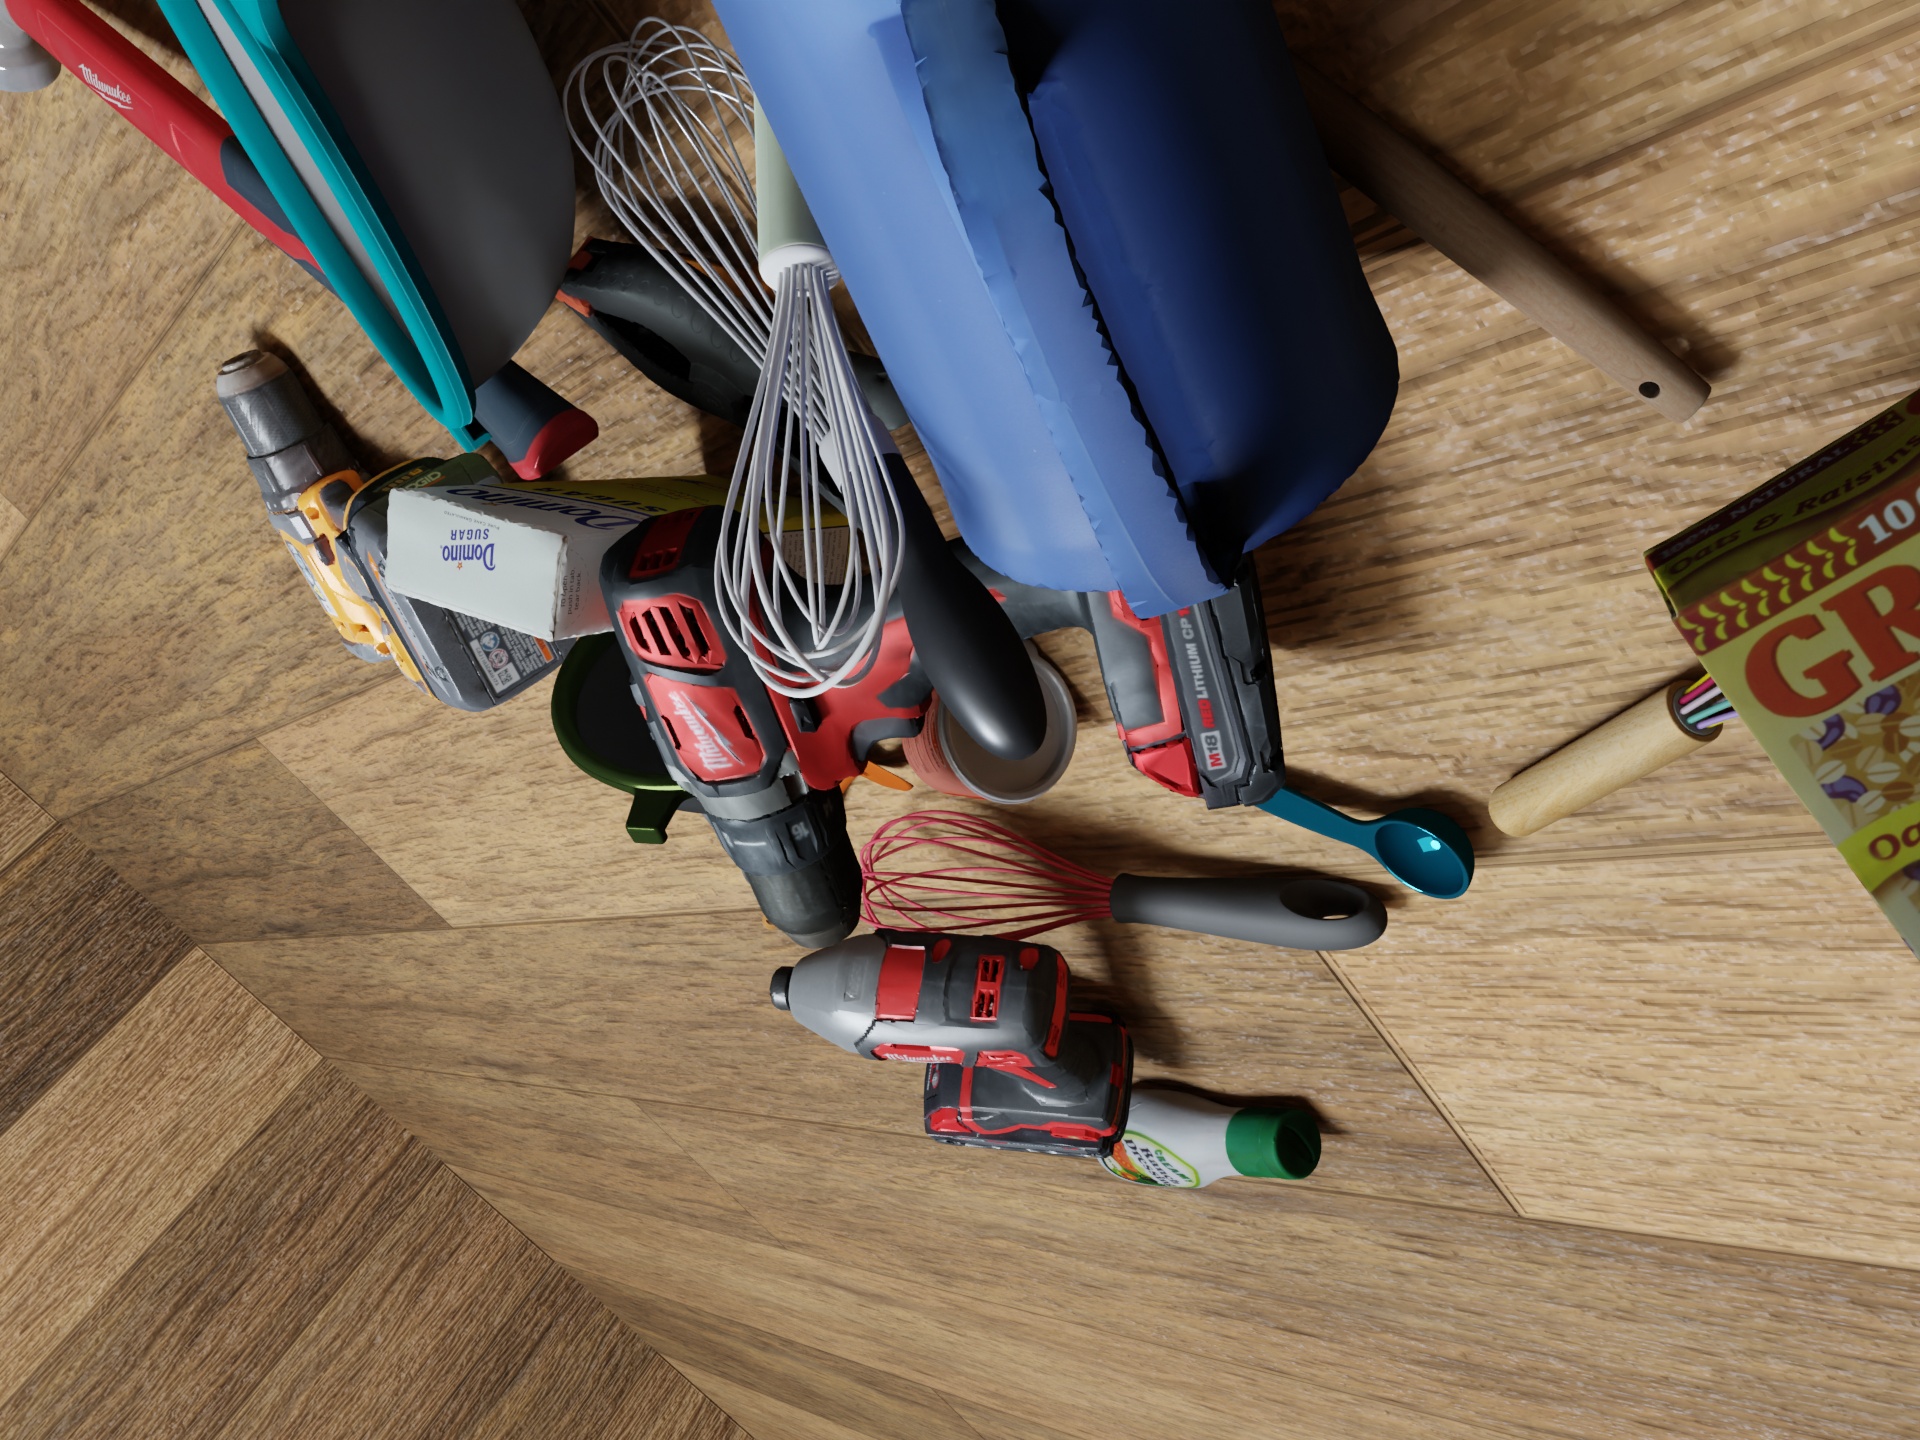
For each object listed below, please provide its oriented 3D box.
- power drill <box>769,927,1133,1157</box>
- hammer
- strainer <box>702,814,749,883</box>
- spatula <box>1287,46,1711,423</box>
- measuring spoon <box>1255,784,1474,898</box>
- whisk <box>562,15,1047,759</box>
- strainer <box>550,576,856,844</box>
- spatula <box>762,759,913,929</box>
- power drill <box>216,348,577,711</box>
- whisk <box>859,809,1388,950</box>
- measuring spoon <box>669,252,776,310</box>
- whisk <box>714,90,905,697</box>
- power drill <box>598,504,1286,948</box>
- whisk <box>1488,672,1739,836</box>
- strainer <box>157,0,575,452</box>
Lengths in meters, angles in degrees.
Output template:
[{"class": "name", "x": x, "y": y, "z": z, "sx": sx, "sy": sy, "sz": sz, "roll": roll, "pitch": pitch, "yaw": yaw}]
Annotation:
[{"class": "power drill", "x": 0.003, "y": 0.161, "z": 0.808, "sx": 0.143, "sy": 0.079, "sz": 0.219, "roll": 0, "pitch": 156, "yaw": 20}, {"class": "hammer", "x": -0.303, "y": -0.240, "z": 0.676, "sx": 0.386, "sy": 0.038, "sz": 0.143, "roll": 39, "pitch": 147, "yaw": 10}, {"class": "strainer", "x": -0.174, "y": -0.023, "z": 0.871, "sx": 0.258, "sy": 0.050, "sz": 0.087, "roll": 54, "pitch": 156, "yaw": -16}, {"class": "spatula", "x": 0.074, "y": -0.182, "z": 0.435, "sx": 0.316, "sy": 0.018, "sz": 0.059, "roll": 38, "pitch": 151, "yaw": 2}, {"class": "measuring spoon", "x": 0.152, "y": 0.034, "z": 0.647, "sx": 0.129, "sy": 0.021, "sz": 0.042, "roll": 25, "pitch": 148, "yaw": 37}, {"class": "whisk", "x": -0.045, "y": -0.110, "z": 0.504, "sx": 0.285, "sy": 0.070, "sz": 0.070, "roll": 61, "pitch": 152, "yaw": 15}, {"class": "strainer", "x": -0.130, "y": -0.028, "z": 0.747, "sx": 0.257, "sy": 0.151, "sz": 0.069, "roll": 39, "pitch": 154, "yaw": 42}, {"class": "spatula", "x": -0.089, "y": 0.067, "z": 0.902, "sx": 0.081, "sy": 0.041, "sz": 0.322, "roll": 29, "pitch": 150, "yaw": 0}, {"class": "power drill", "x": -0.311, "y": -0.106, "z": 0.848, "sx": 0.226, "sy": 0.084, "sz": 0.185, "roll": 18, "pitch": 137, "yaw": 49}, {"class": "whisk", "x": 0.061, "y": 0.082, "z": 0.758, "sx": 0.296, "sy": 0.073, "sz": 0.073, "roll": 1, "pitch": 133, "yaw": 37}, {"class": "measuring spoon", "x": -0.115, "y": -0.176, "z": 0.638, "sx": 0.117, "sy": 0.011, "sz": 0.021, "roll": 15, "pitch": 142, "yaw": 32}, {"class": "whisk", "x": -0.045, "y": -0.123, "z": 0.459, "sx": 0.059, "sy": 0.246, "sz": 0.057, "roll": -19, "pitch": 157, "yaw": 39}, {"class": "power drill", "x": -0.001, "y": -0.002, "z": 0.579, "sx": 0.227, "sy": 0.080, "sz": 0.187, "roll": -9, "pitch": 124, "yaw": 13}, {"class": "whisk", "x": 0.237, "y": -0.008, "z": 0.478, "sx": 0.047, "sy": 0.051, "sz": 0.245, "roll": 33, "pitch": 152, "yaw": -3}, {"class": "strainer", "x": -0.178, "y": -0.220, "z": 0.486, "sx": 0.211, "sy": 0.095, "sz": 0.340, "roll": 57, "pitch": 164, "yaw": -4}]
